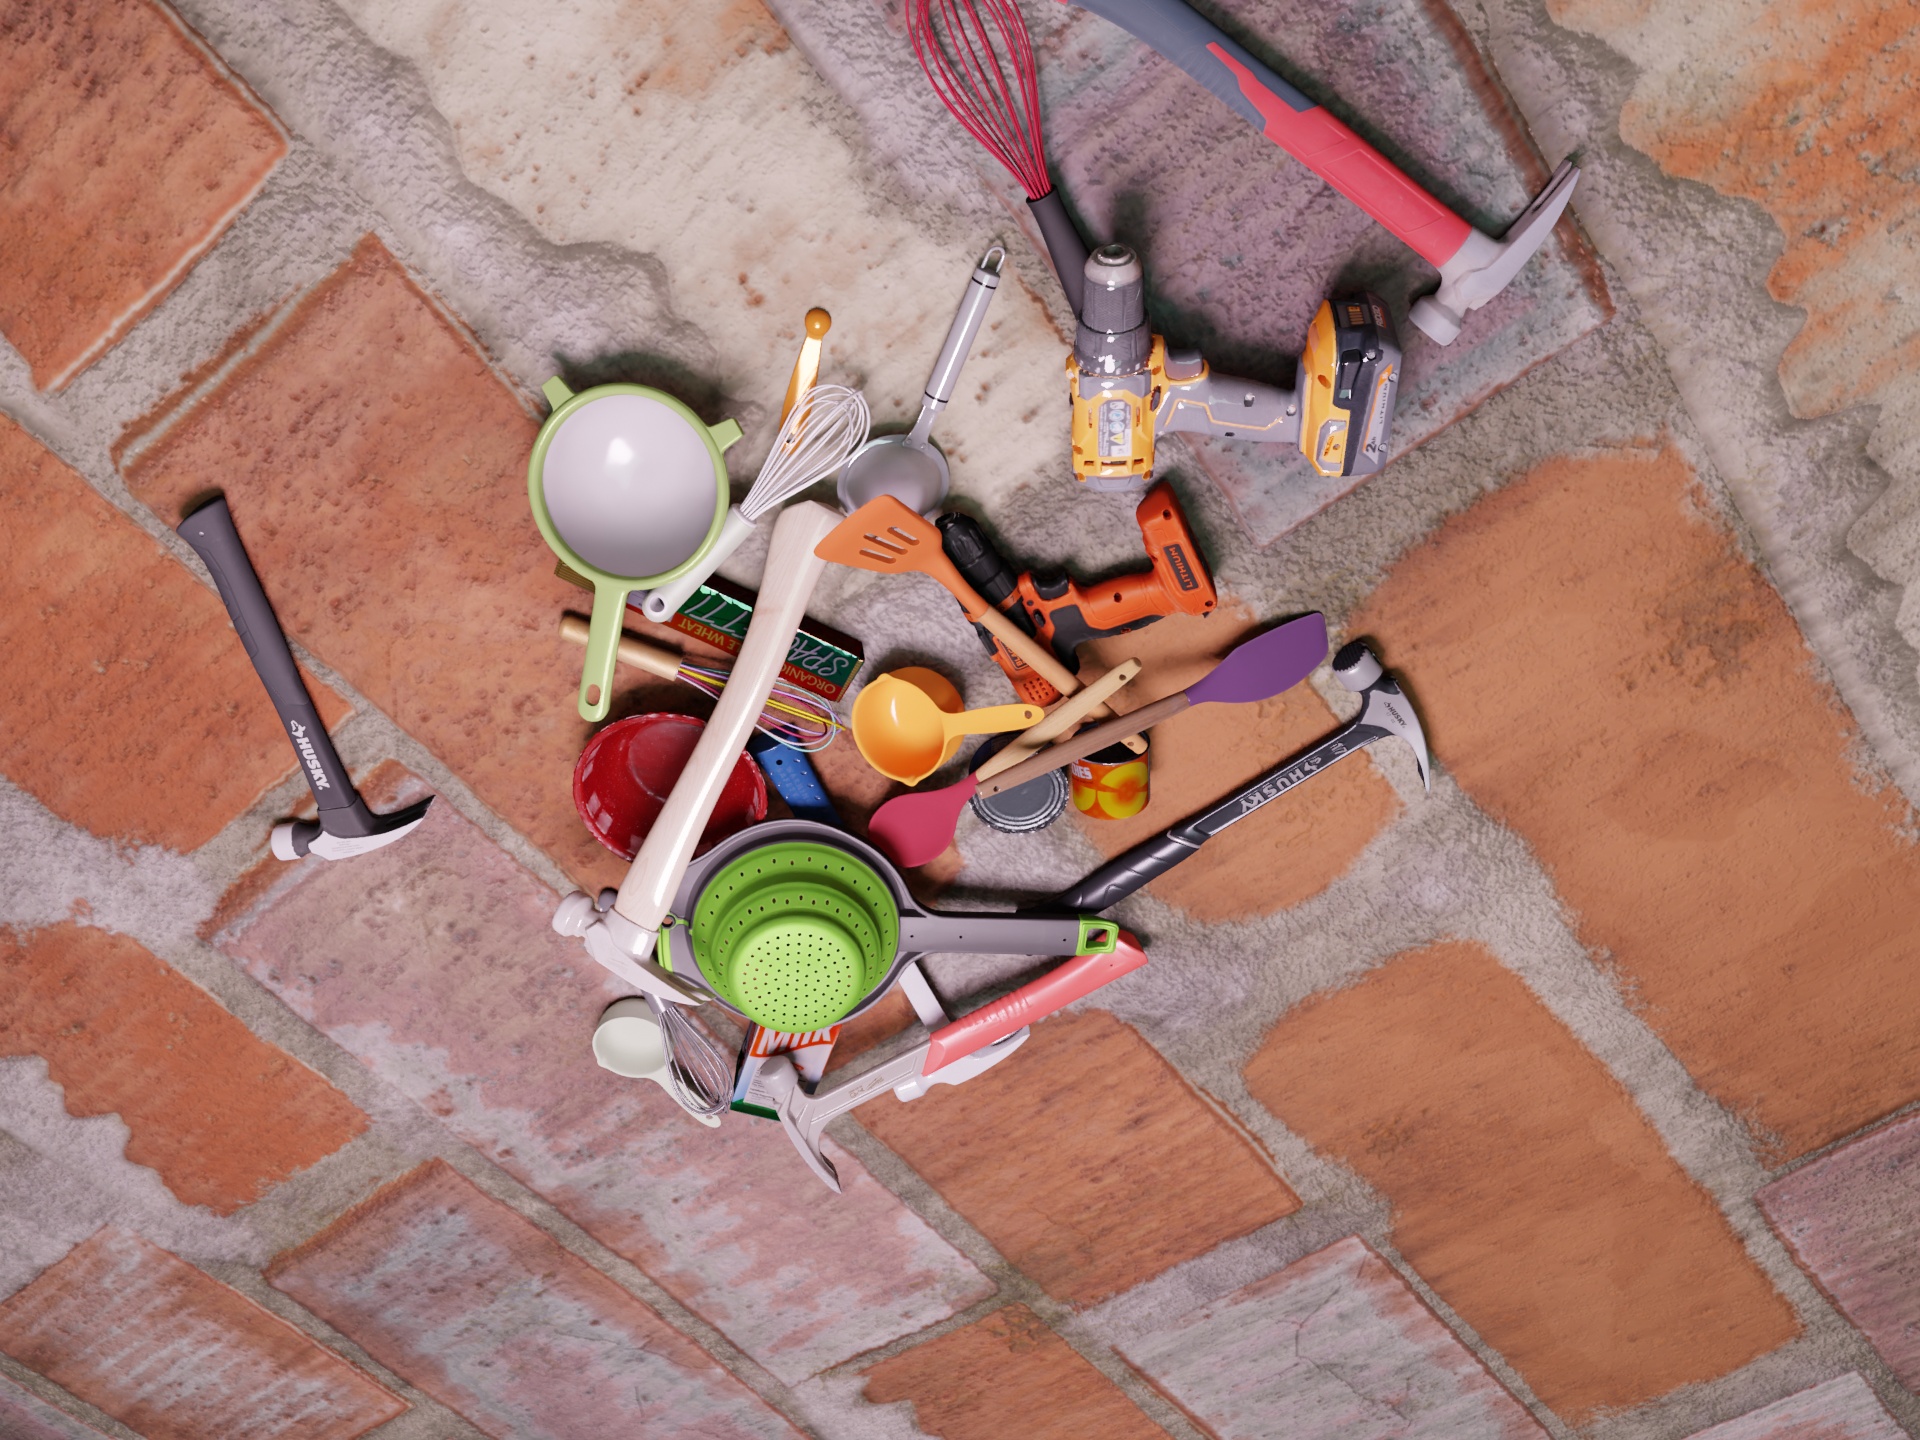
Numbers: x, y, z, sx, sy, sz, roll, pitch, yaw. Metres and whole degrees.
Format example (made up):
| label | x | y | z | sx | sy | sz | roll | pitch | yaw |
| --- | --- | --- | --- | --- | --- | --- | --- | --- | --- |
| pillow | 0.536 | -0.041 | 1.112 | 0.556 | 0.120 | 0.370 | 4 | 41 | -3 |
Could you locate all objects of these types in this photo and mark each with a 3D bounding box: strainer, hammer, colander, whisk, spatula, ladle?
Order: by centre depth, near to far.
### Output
| label | x | y | z | sx | sy | sz | roll | pitch | yaw |
| --- | --- | --- | --- | --- | --- | --- | --- | --- | --- |
| hammer | 0.228 | -0.413 | 1.053 | 0.386 | 0.038 | 0.143 | 31 | 116 | -17 |
| whisk | 0.047 | -0.373 | 1.073 | 0.073 | 0.073 | 0.295 | -22 | 125 | 14 |
| strainer | -0.023 | -0.228 | 1.173 | 0.086 | 0.050 | 0.258 | 12 | 119 | -24 |
| whisk | -0.157 | -0.160 | 1.197 | 0.246 | 0.059 | 0.058 | -43 | 93 | 19 |
| strainer | -0.250 | -0.127 | 1.199 | 0.151 | 0.069 | 0.256 | 14 | 106 | 3 |
| spatula | 0.032 | -0.063 | 1.208 | 0.322 | 0.041 | 0.081 | 39 | 127 | -25 |
| hammer | -0.180 | 0.024 | 1.244 | 0.146 | 0.038 | 0.410 | 29 | 102 | 13 |
| spatula | 0.155 | -0.005 | 1.253 | 0.316 | 0.018 | 0.059 | -23 | 121 | -12 |
| ladle | 0.033 | 0.033 | 1.282 | 0.069 | 0.031 | 0.315 | 38 | 130 | -18 |
| whisk | -0.209 | -0.033 | 1.298 | 0.245 | 0.047 | 0.051 | 21 | 113 | -6 |
| hammer | -0.552 | -0.029 | 1.310 | 0.146 | 0.035 | 0.334 | -8 | 121 | 7 |
| colander | -0.056 | 0.194 | 1.335 | 0.397 | 0.095 | 0.204 | 2 | 113 | -8 |
| hammer | 0.213 | 0.094 | 1.370 | 0.409 | 0.036 | 0.149 | -34 | 116 | 21 |
| hammer | -0.071 | 0.174 | 1.419 | 0.144 | 0.035 | 0.405 | -23 | 117 | 8 |
| hammer | 0.007 | 0.293 | 1.439 | 0.359 | 0.037 | 0.149 | -27 | 115 | -1 |
| whisk | -0.271 | 0.260 | 1.451 | 0.055 | 0.055 | 0.239 | -22 | 101 | 14 |

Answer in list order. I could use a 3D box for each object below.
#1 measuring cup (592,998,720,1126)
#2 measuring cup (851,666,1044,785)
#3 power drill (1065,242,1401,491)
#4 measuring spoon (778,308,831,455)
| label | x | y | z | sx | sy | sz | roll | pitch | yaw |
| --- | --- | --- | --- | --- | --- | --- | --- | --- | --- |
| measuring cup | -0.281 | 0.329 | 1.523 | 0.083 | 0.038 | 0.167 | -29 | 119 | 17 |
| measuring cup | -0.002 | -0.004 | 1.271 | 0.173 | 0.052 | 0.095 | -7 | 105 | 29 |
| power drill | 0.187 | -0.250 | 1.114 | 0.226 | 0.084 | 0.185 | -1 | 136 | 5 |
| measuring spoon | -0.117 | -0.248 | 1.177 | 0.021 | 0.011 | 0.116 | 14 | 121 | -7 |
